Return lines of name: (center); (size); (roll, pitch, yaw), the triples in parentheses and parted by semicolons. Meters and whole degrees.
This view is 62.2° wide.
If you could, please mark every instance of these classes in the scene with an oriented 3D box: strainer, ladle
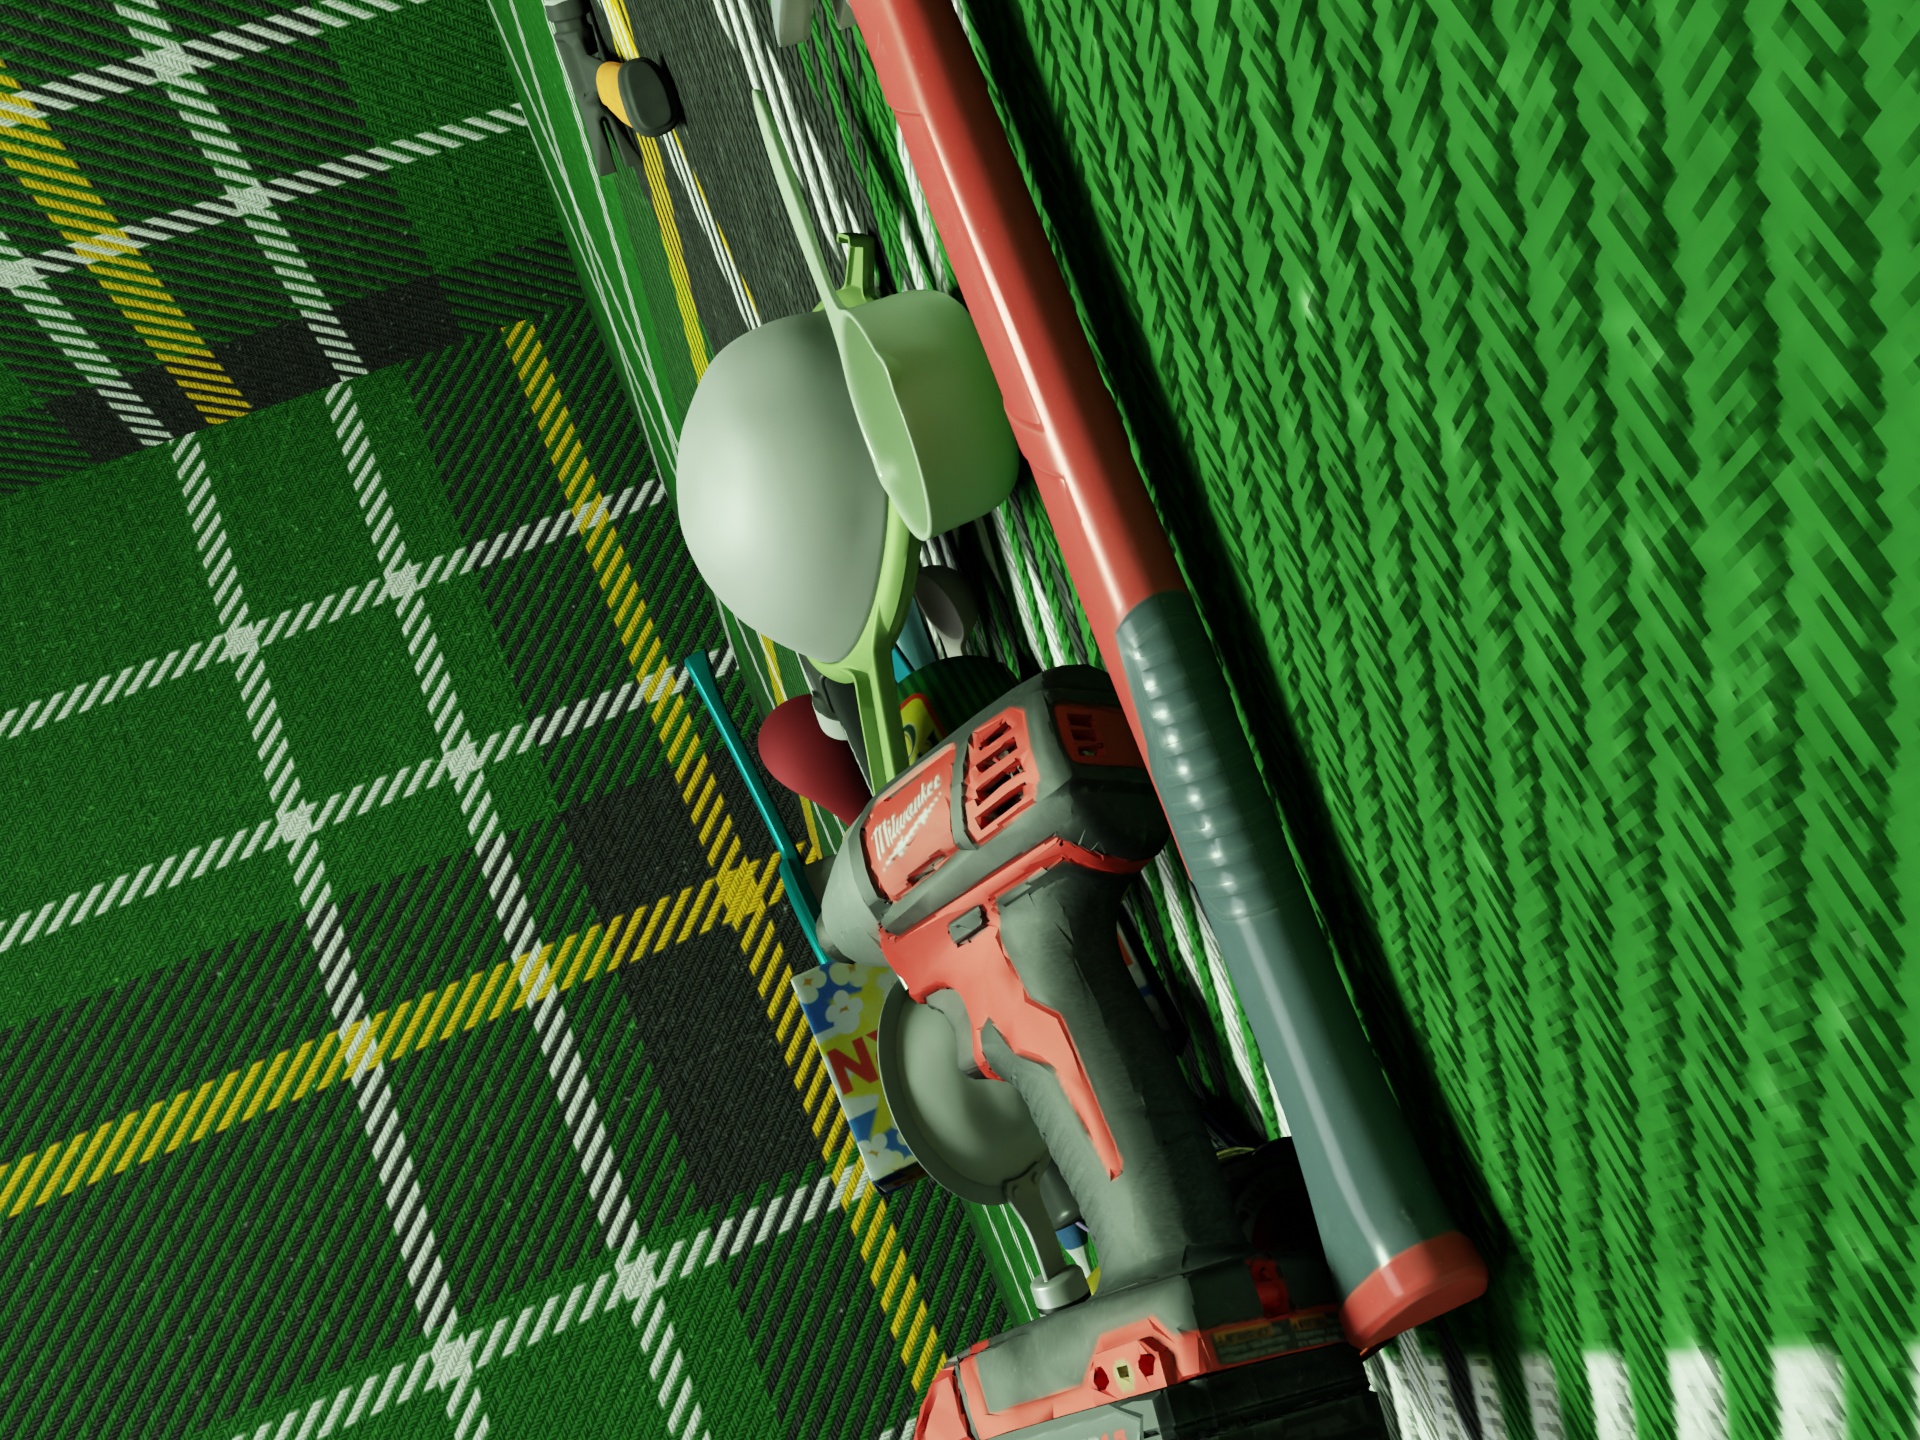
strainer: (0.033, 0.182, 0.535); (0.050, 0.087, 0.258); (-22, 85, 37)
ladle: (-0.019, 0.103, 0.809); (0.316, 0.069, 0.031); (59, 155, 26)
strainer: (-0.042, 0.094, 0.902); (0.340, 0.095, 0.211); (62, 176, 7)
strainer: (-0.061, -0.041, 0.581); (0.151, 0.069, 0.257); (127, 136, -56)

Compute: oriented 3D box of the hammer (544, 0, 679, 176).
hammer: (-0.226, -0.411, 1.053); (0.337, 0.034, 0.127); (-128, 19, -59)

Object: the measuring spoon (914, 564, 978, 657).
measuring spoon: (0.011, -0.017, 0.671); (0.034, 0.018, 0.124); (32, 153, 48)

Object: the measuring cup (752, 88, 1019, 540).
measuring cup: (-0.025, -0.139, 0.515); (0.083, 0.038, 0.168); (103, 146, -74)

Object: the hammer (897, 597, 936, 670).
hammer: (-0.009, 0.007, 0.767); (0.128, 0.033, 0.331); (-139, 29, -73)

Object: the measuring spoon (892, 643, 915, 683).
measuring spoon: (-0.001, -0.002, 0.677); (0.129, 0.021, 0.042); (55, 160, 14)

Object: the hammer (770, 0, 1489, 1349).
hammer: (0.037, -0.036, 0.392); (0.143, 0.038, 0.386); (168, 81, -82)

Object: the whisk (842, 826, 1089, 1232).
whisk: (0.020, 0.138, 0.752); (0.245, 0.051, 0.047); (50, 138, 26)

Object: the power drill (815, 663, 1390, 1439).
power drill: (0.021, 0.109, 0.448); (0.143, 0.078, 0.220); (-37, 57, 40)

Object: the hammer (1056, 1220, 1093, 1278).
hammer: (0.078, 0.353, 1.045); (0.144, 0.035, 0.405); (136, 112, -80)

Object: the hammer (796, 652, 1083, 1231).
hammer: (-0.013, 0.068, 0.703); (0.146, 0.035, 0.335); (78, 168, -55)
